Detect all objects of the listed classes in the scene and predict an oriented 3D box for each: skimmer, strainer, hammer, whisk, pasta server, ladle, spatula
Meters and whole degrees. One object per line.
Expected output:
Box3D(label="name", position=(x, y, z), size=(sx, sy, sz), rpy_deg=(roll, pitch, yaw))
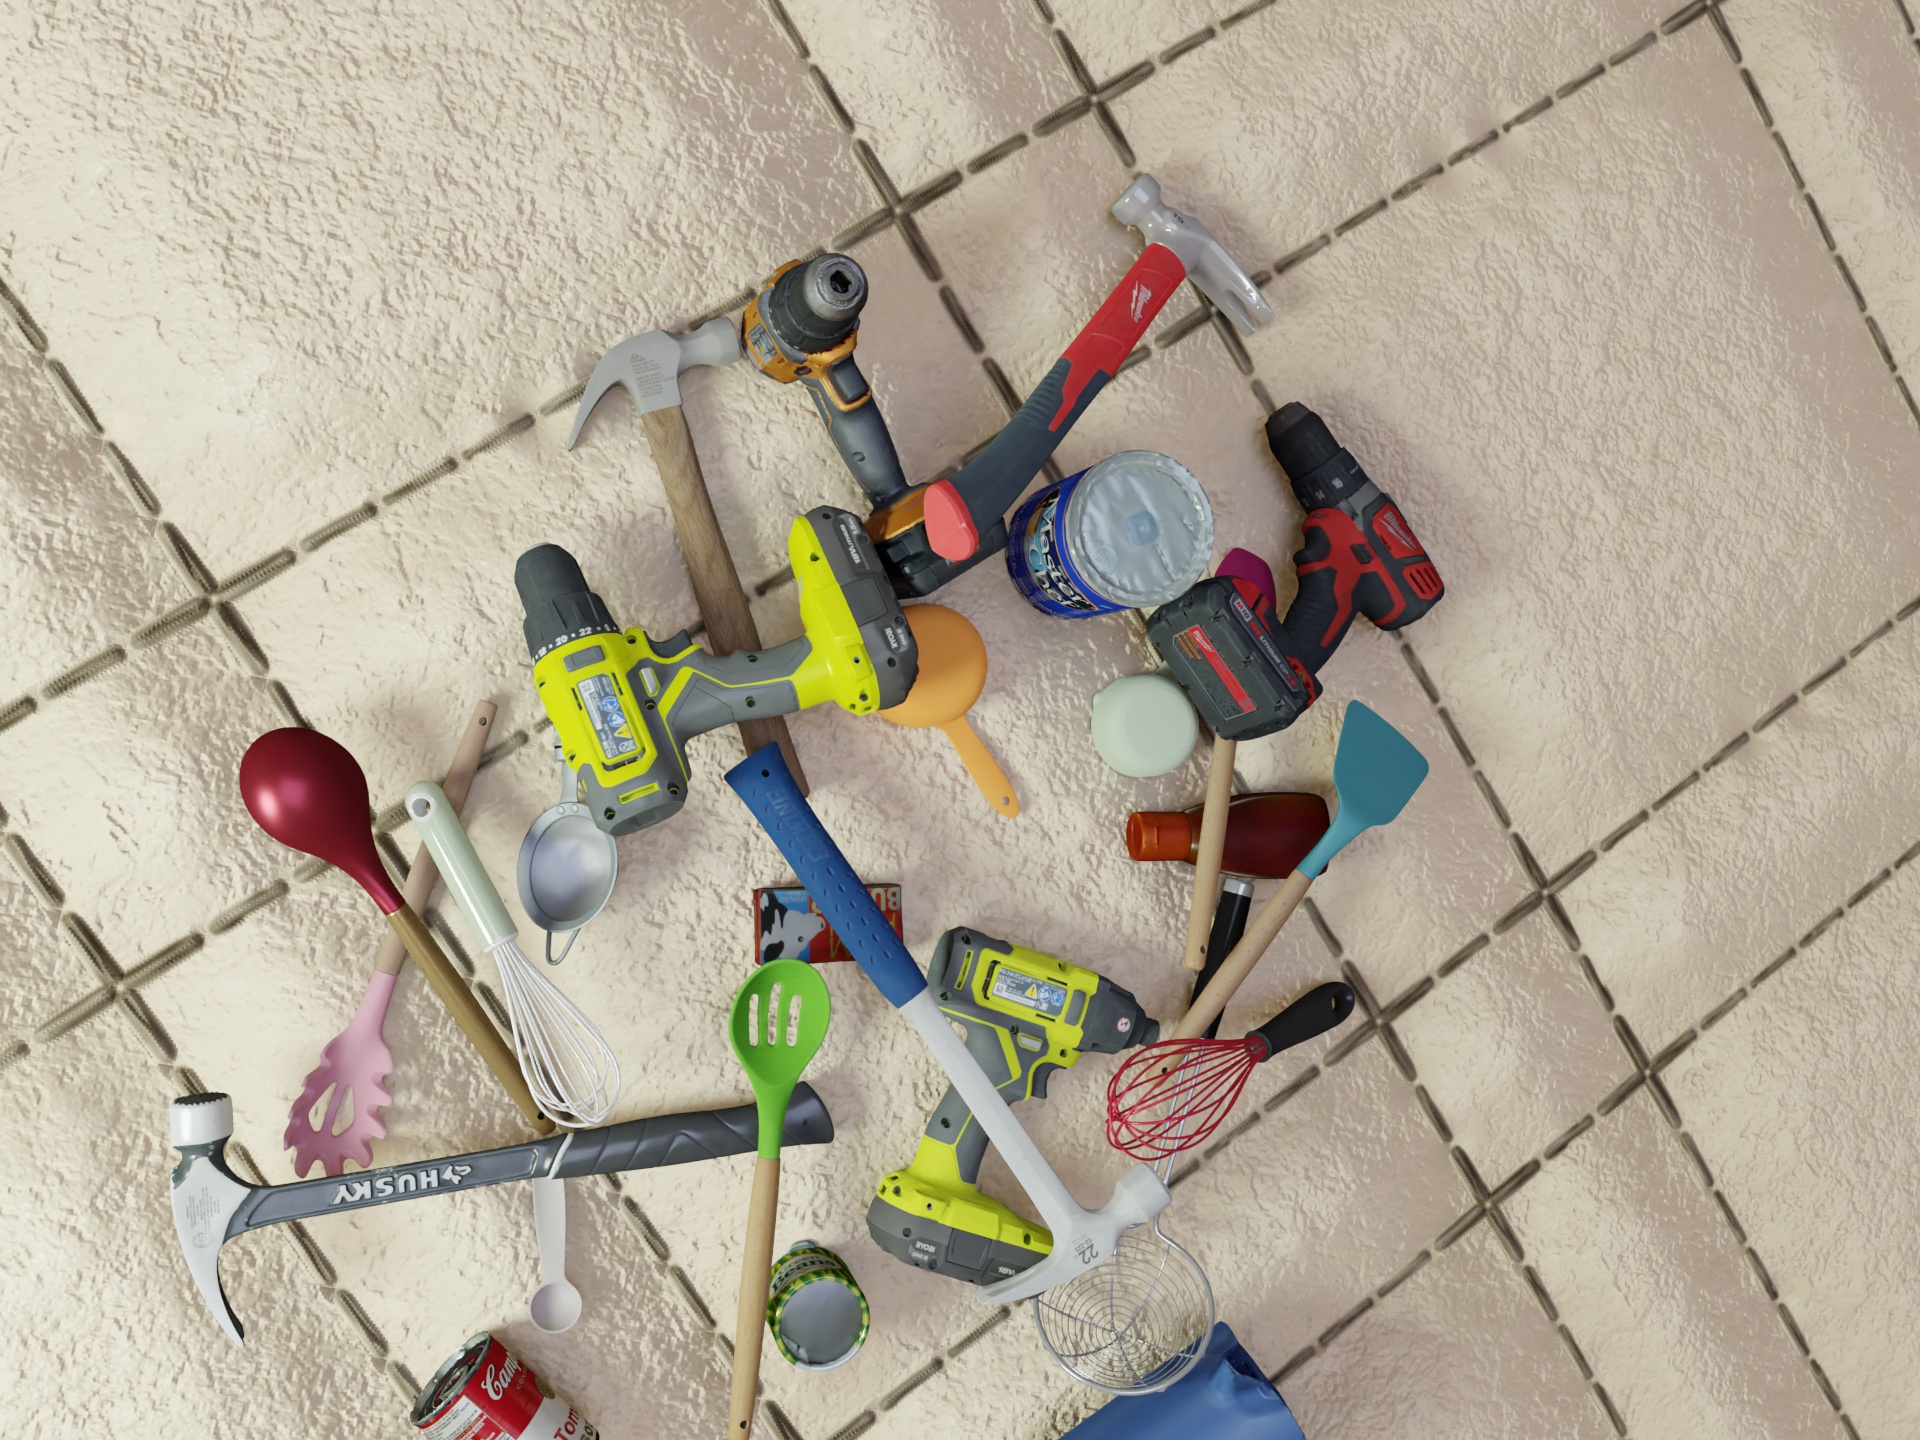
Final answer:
Box3D(label="skimmer", position=(0.152, 0.287, 1.134), size=(0.127, 0.090, 0.363), rpy_deg=(15, 82, 16))
Box3D(label="strainer", position=(-0.256, 0.030, 1.050), size=(0.087, 0.050, 0.258), rpy_deg=(-6, 84, 28))
Box3D(label="hammer", position=(0.093, -0.223, 1.065), size=(0.143, 0.038, 0.386), rpy_deg=(43, 52, -11))
Box3D(label="hammer", position=(-0.030, 0.195, 1.050), size=(0.144, 0.035, 0.405), rpy_deg=(-35, 90, -15))
Box3D(label="whisk", position=(-0.285, 0.147, 1.003), size=(0.058, 0.059, 0.246), rpy_deg=(-30, 87, 7))
Box3D(label="pasta server", position=(-0.357, 0.137, 1.022), size=(0.060, 0.040, 0.316), rpy_deg=(22, 82, -26))
Box3D(label="hammer", position=(-0.170, -0.099, 1.079), size=(0.130, 0.031, 0.331), rpy_deg=(-18, 95, -15))
Box3D(label="ladle", position=(-0.343, 0.140, 1.002), size=(0.069, 0.031, 0.315), rpy_deg=(-40, 111, -30))
Box3D(label="spatula", position=(0.229, 0.132, 1.147), size=(0.082, 0.044, 0.317), rpy_deg=(39, 86, -12))
Box3D(label="whisk", position=(0.196, 0.233, 1.109), size=(0.295, 0.073, 0.073), rpy_deg=(-13, 94, -46))
Box3D(label="hammer", position=(-0.276, 0.287, 1.015), size=(0.408, 0.036, 0.149), rpy_deg=(-3, 89, -24))

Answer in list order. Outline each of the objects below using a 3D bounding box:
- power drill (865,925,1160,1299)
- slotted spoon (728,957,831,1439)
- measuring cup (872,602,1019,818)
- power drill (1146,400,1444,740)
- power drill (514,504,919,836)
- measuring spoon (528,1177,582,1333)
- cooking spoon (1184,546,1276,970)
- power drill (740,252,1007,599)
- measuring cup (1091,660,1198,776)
Box3D(label="power drill", position=(0.037, 0.275, 1.111), size=(0.171, 0.080, 0.223), rpy_deg=(21, 81, -13))
Box3D(label="slotted spoon", position=(-0.131, 0.313, 1.045), size=(0.070, 0.031, 0.314), rpy_deg=(7, 84, -24))
Box3D(label="measuring cup", position=(-0.002, -0.004, 1.113), size=(0.095, 0.052, 0.173), rpy_deg=(-35, 96, -13))
Box3D(label="power drill", position=(0.237, -0.112, 1.150), size=(0.227, 0.080, 0.188), rpy_deg=(-39, 97, -30))
Box3D(label="power drill", position=(-0.160, -0.052, 1.018), size=(0.228, 0.080, 0.191), rpy_deg=(-21, 78, -14))
Box3D(label="measuring spoon", position=(-0.272, 0.342, 1.058), size=(0.034, 0.018, 0.124), rpy_deg=(-3, 84, -14))
Box3D(label="cooking spoon", position=(0.191, 0.023, 1.150), size=(0.068, 0.017, 0.319), rpy_deg=(21, 70, -30))
Box3D(label="power drill", position=(-0.058, -0.194, 1.034), size=(0.084, 0.185, 0.226), rpy_deg=(-33, 101, -14))
Box3D(label="measuring cup", position=(0.160, -0.035, 1.165), size=(0.083, 0.038, 0.167), rpy_deg=(33, 83, -13))
